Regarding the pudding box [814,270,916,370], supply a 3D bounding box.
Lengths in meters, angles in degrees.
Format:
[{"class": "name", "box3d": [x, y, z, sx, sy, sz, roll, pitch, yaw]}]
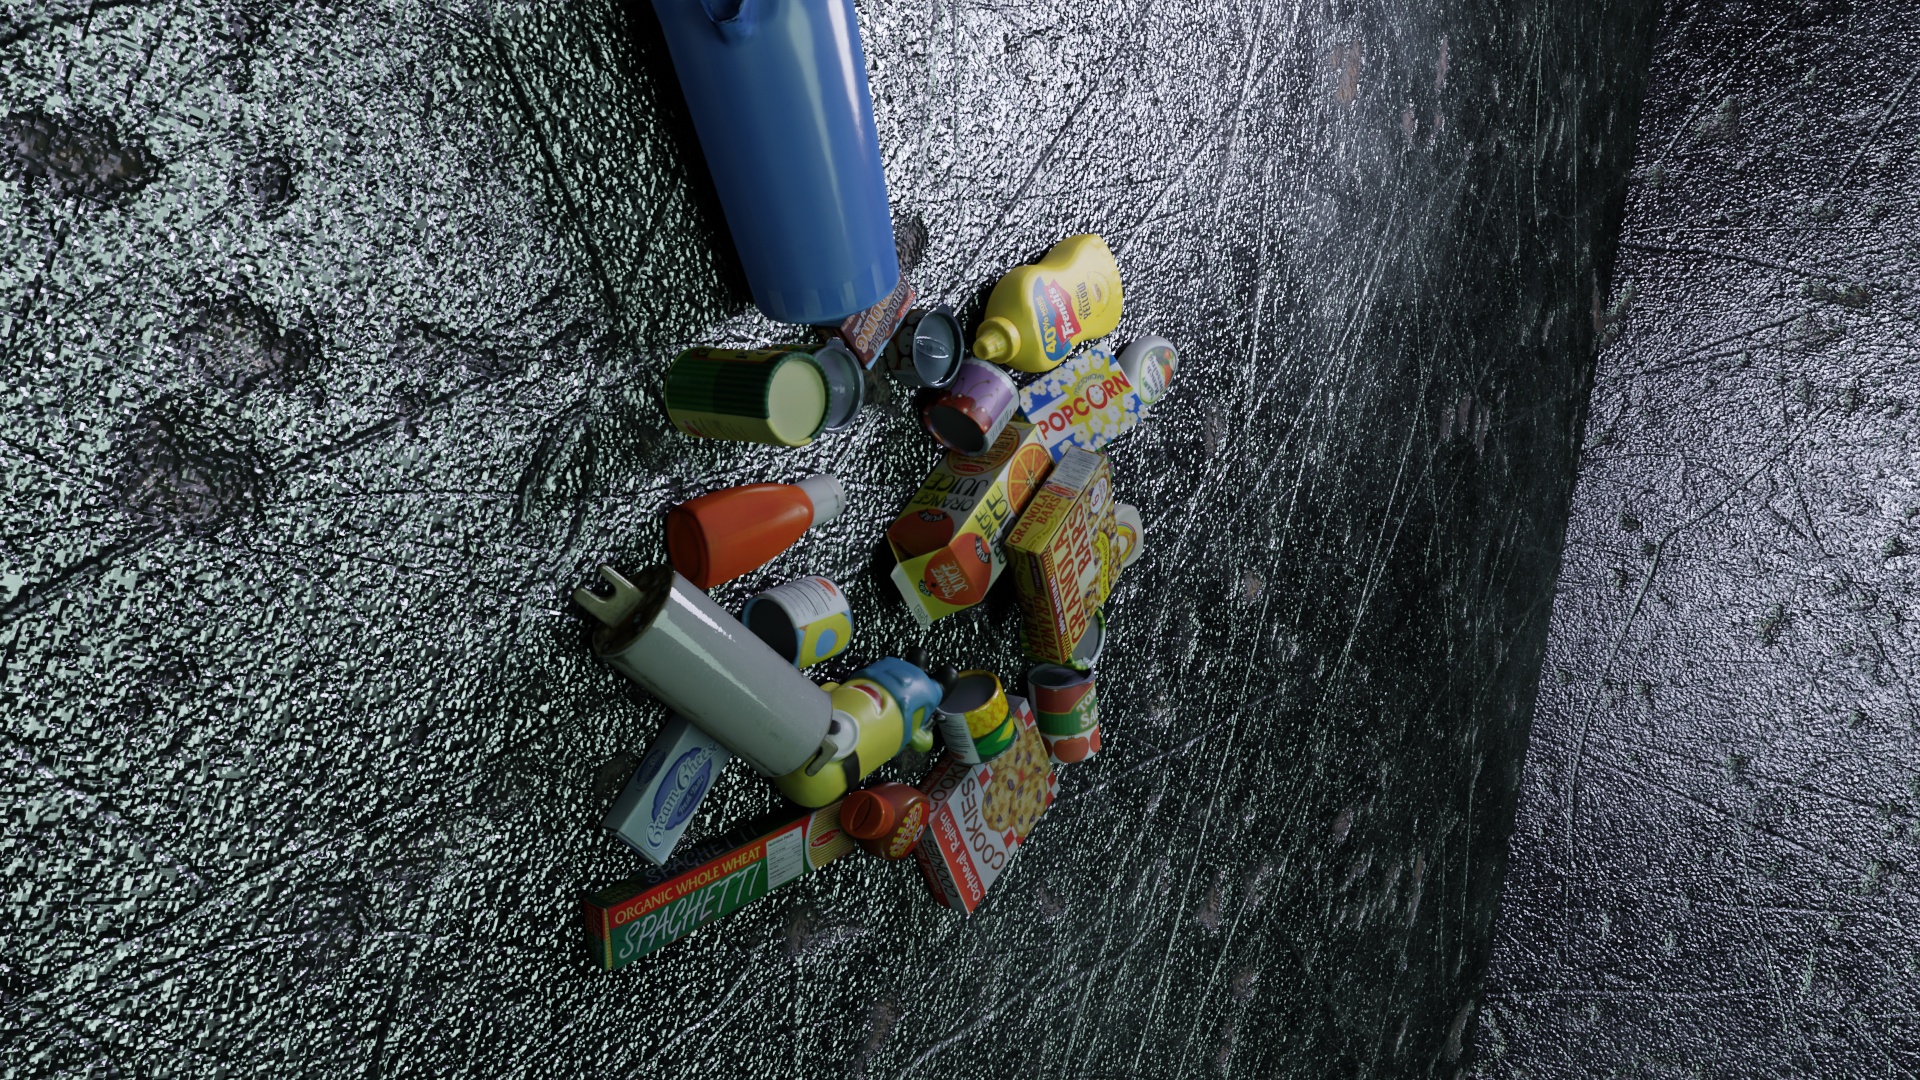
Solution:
[{"class": "pudding box", "box3d": [-0.075, -0.181, 1.105, 0.084, 0.030, 0.049, -59, 138, -26]}]

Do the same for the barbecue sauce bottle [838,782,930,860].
[{"class": "barbecue sauce bottle", "box3d": [-0.064, 0.228, 1.136, 0.065, 0.044, 0.148, -62, 164, -8]}]

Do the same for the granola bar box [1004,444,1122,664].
[{"class": "granola bar box", "box3d": [0.097, 0.015, 1.253, 0.125, 0.039, 0.164, -55, 149, -29]}]

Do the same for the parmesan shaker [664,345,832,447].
[{"class": "parmesan shaker", "box3d": [-0.146, -0.100, 0.971, 0.071, 0.103, 0.071, -13, 106, -50]}]

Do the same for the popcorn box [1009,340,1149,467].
[{"class": "popcorn box", "box3d": [0.105, -0.121, 1.292, 0.127, 0.038, 0.085, -33, 92, -31]}]

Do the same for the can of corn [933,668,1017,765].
[{"class": "can of corn", "box3d": [0.013, 0.156, 1.247, 0.071, 0.071, 0.058, -45, 129, -37]}]

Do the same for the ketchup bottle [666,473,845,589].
[{"class": "ketchup bottle", "box3d": [-0.148, -0.014, 1.032, 0.149, 0.043, 0.064, -24, 116, -47]}]

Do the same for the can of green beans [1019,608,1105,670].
[{"class": "can of green beans", "box3d": [0.100, 0.090, 1.351, 0.071, 0.058, 0.071, -13, 106, -50]}]

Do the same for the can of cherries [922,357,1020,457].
[{"class": "can of cherries", "box3d": [0.007, -0.115, 1.195, 0.058, 0.071, 0.071, -56, 135, -28]}]

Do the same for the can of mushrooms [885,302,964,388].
[{"class": "can of mushrooms", "box3d": [-0.029, -0.164, 1.163, 0.071, 0.033, 0.071, -13, 106, -49]}]

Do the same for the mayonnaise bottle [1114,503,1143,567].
[{"class": "mayonnaise bottle", "box3d": [0.128, 0.015, 1.386, 0.149, 0.041, 0.064, -30, 119, -44]}]

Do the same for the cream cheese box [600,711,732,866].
[{"class": "cream cheese box", "box3d": [-0.210, 0.177, 1.004, 0.104, 0.024, 0.053, -60, 136, -26]}]

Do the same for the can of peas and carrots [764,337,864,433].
[{"class": "can of peas and carrots", "box3d": [-0.116, -0.117, 1.042, 0.071, 0.059, 0.070, -12, 105, -50]}]

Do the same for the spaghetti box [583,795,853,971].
[{"class": "spaghetti box", "box3d": [-0.176, 0.252, 1.056, 0.251, 0.028, 0.050, -15, 108, -49]}]

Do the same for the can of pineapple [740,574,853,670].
[{"class": "can of pineapple", "box3d": [-0.125, 0.066, 1.058, 0.058, 0.071, 0.070, -19, 111, -48]}]

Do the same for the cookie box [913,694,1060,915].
[{"class": "cookie box", "box3d": [0.020, 0.243, 1.294, 0.168, 0.040, 0.122, -47, 130, -37]}]

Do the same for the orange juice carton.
[{"class": "orange juice carton", "box3d": [0.004, -0.015, 1.200, 0.193, 0.073, 0.071, -54, 135, -30]}]

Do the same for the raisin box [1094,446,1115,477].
[{"class": "raisin box", "box3d": [0.093, -0.053, 1.333, 0.124, 0.040, 0.085, -59, 137, -28]}]

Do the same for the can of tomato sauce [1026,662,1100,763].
[{"class": "can of tomato sauce", "box3d": [0.103, 0.167, 1.359, 0.071, 0.071, 0.082, -27, 118, -46]}]

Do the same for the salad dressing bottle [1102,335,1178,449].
[{"class": "salad dressing bottle", "box3d": [0.168, -0.149, 1.405, 0.148, 0.044, 0.064, -51, 131, -33]}]
